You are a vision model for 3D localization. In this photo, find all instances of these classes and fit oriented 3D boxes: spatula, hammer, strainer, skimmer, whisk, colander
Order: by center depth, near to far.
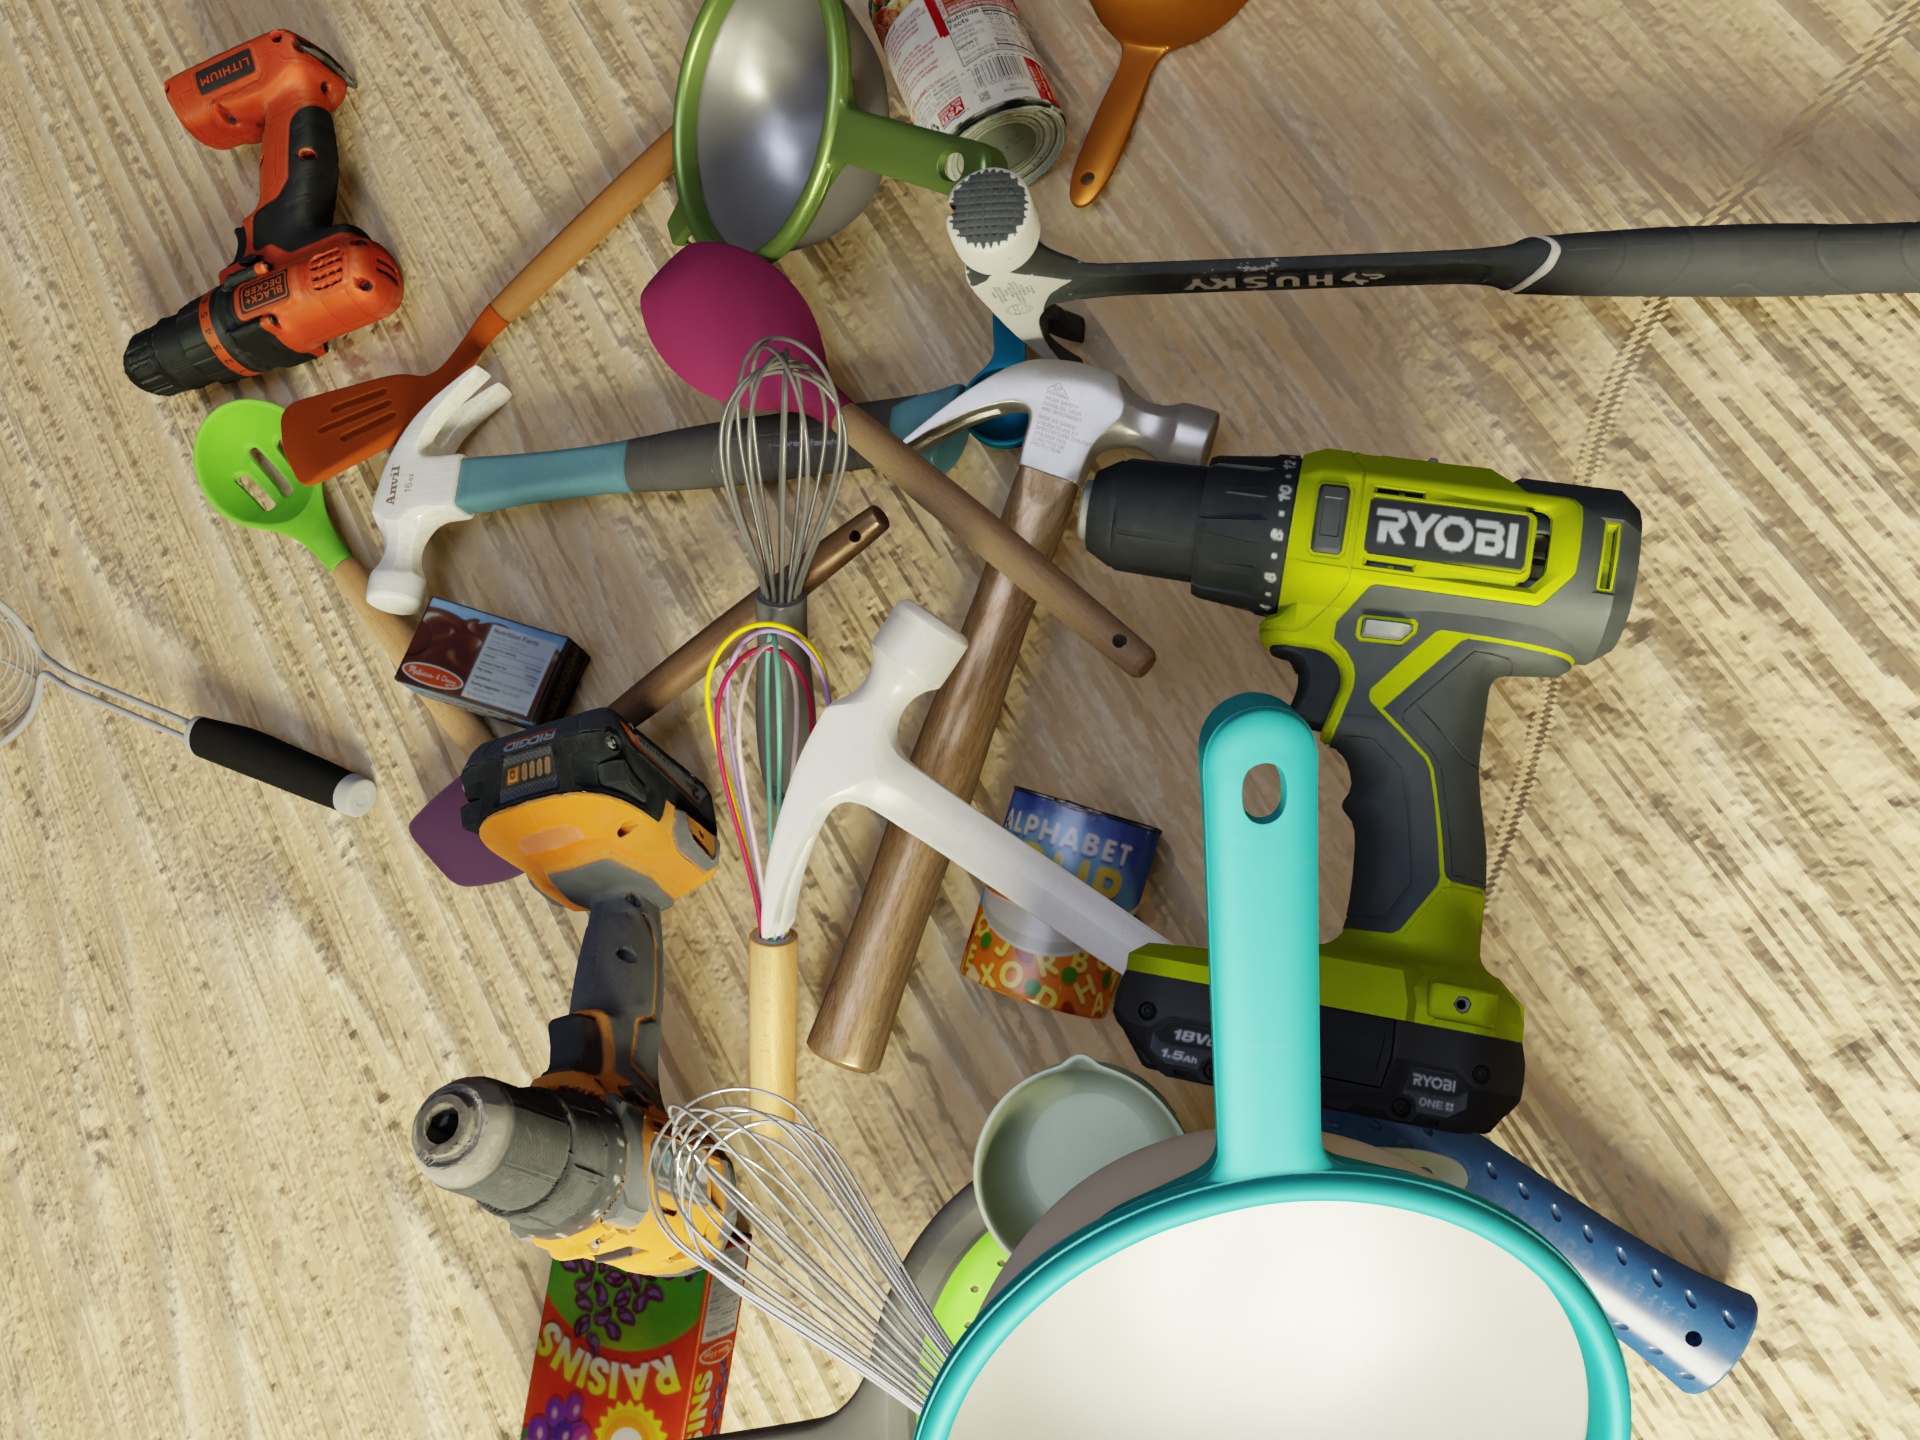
[{"bbox_3d":[0.082,0.144,0.474,0.211,0.095,0.340,-6,109,-3],"label":"strainer"},{"bbox_3d":[-0.009,0.237,0.569,0.285,0.070,0.070,40,96,18],"label":"whisk"},{"bbox_3d":[0.105,0.121,0.607,0.405,0.035,0.144,34,94,10],"label":"hammer"},{"bbox_3d":[0.000,0.284,0.637,0.397,0.094,0.205,-17,74,18],"label":"colander"},{"bbox_3d":[0.207,-0.179,0.640,0.409,0.149,0.036,2,82,13],"label":"hammer"},{"bbox_3d":[-0.075,-0.053,0.690,0.055,0.055,0.238,23,132,24],"label":"whisk"},{"bbox_3d":[-0.085,0.073,0.693,0.051,0.047,0.245,-142,50,-58],"label":"whisk"},{"bbox_3d":[-0.001,-0.002,0.714,0.130,0.031,0.331,20,92,10],"label":"hammer"},{"bbox_3d":[-0.045,-0.272,0.741,0.257,0.069,0.151,34,118,43],"label":"strainer"},{"bbox_3d":[-0.153,-0.007,0.763,0.316,0.018,0.059,-35,100,24],"label":"spatula"},{"bbox_3d":[-0.153,-0.129,0.804,0.331,0.033,0.128,-3,73,19],"label":"hammer"},{"bbox_3d":[-0.238,-0.242,0.858,0.322,0.041,0.081,-40,49,9],"label":"spatula"},{"bbox_3d":[-0.494,0.003,0.890,0.363,0.090,0.127,17,119,21],"label":"skimmer"}]

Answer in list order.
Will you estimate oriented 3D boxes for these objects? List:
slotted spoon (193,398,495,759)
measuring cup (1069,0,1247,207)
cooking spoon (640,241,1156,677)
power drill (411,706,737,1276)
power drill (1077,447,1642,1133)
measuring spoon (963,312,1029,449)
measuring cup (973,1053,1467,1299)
[{"bbox_3d":[-0.324,-0.064,0.869,0.070,0.031,0.314,-42,70,-1],"label":"slotted spoon"},{"bbox_3d":[0.080,-0.329,0.741,0.095,0.052,0.173,20,86,24],"label":"measuring cup"},{"bbox_3d":[-0.034,-0.119,0.696,0.319,0.017,0.069,42,88,23],"label":"cooking spoon"},{"bbox_3d":[-0.163,0.110,0.671,0.084,0.185,0.226,-16,61,13],"label":"power drill"},{"bbox_3d":[0.123,0.015,0.558,0.190,0.080,0.228,9,81,11],"label":"power drill"},{"bbox_3d":[0.025,-0.185,0.760,0.042,0.021,0.129,3,72,7],"label":"measuring spoon"},{"bbox_3d":[0.089,0.158,0.560,0.167,0.038,0.083,-2,84,7],"label":"measuring cup"}]
